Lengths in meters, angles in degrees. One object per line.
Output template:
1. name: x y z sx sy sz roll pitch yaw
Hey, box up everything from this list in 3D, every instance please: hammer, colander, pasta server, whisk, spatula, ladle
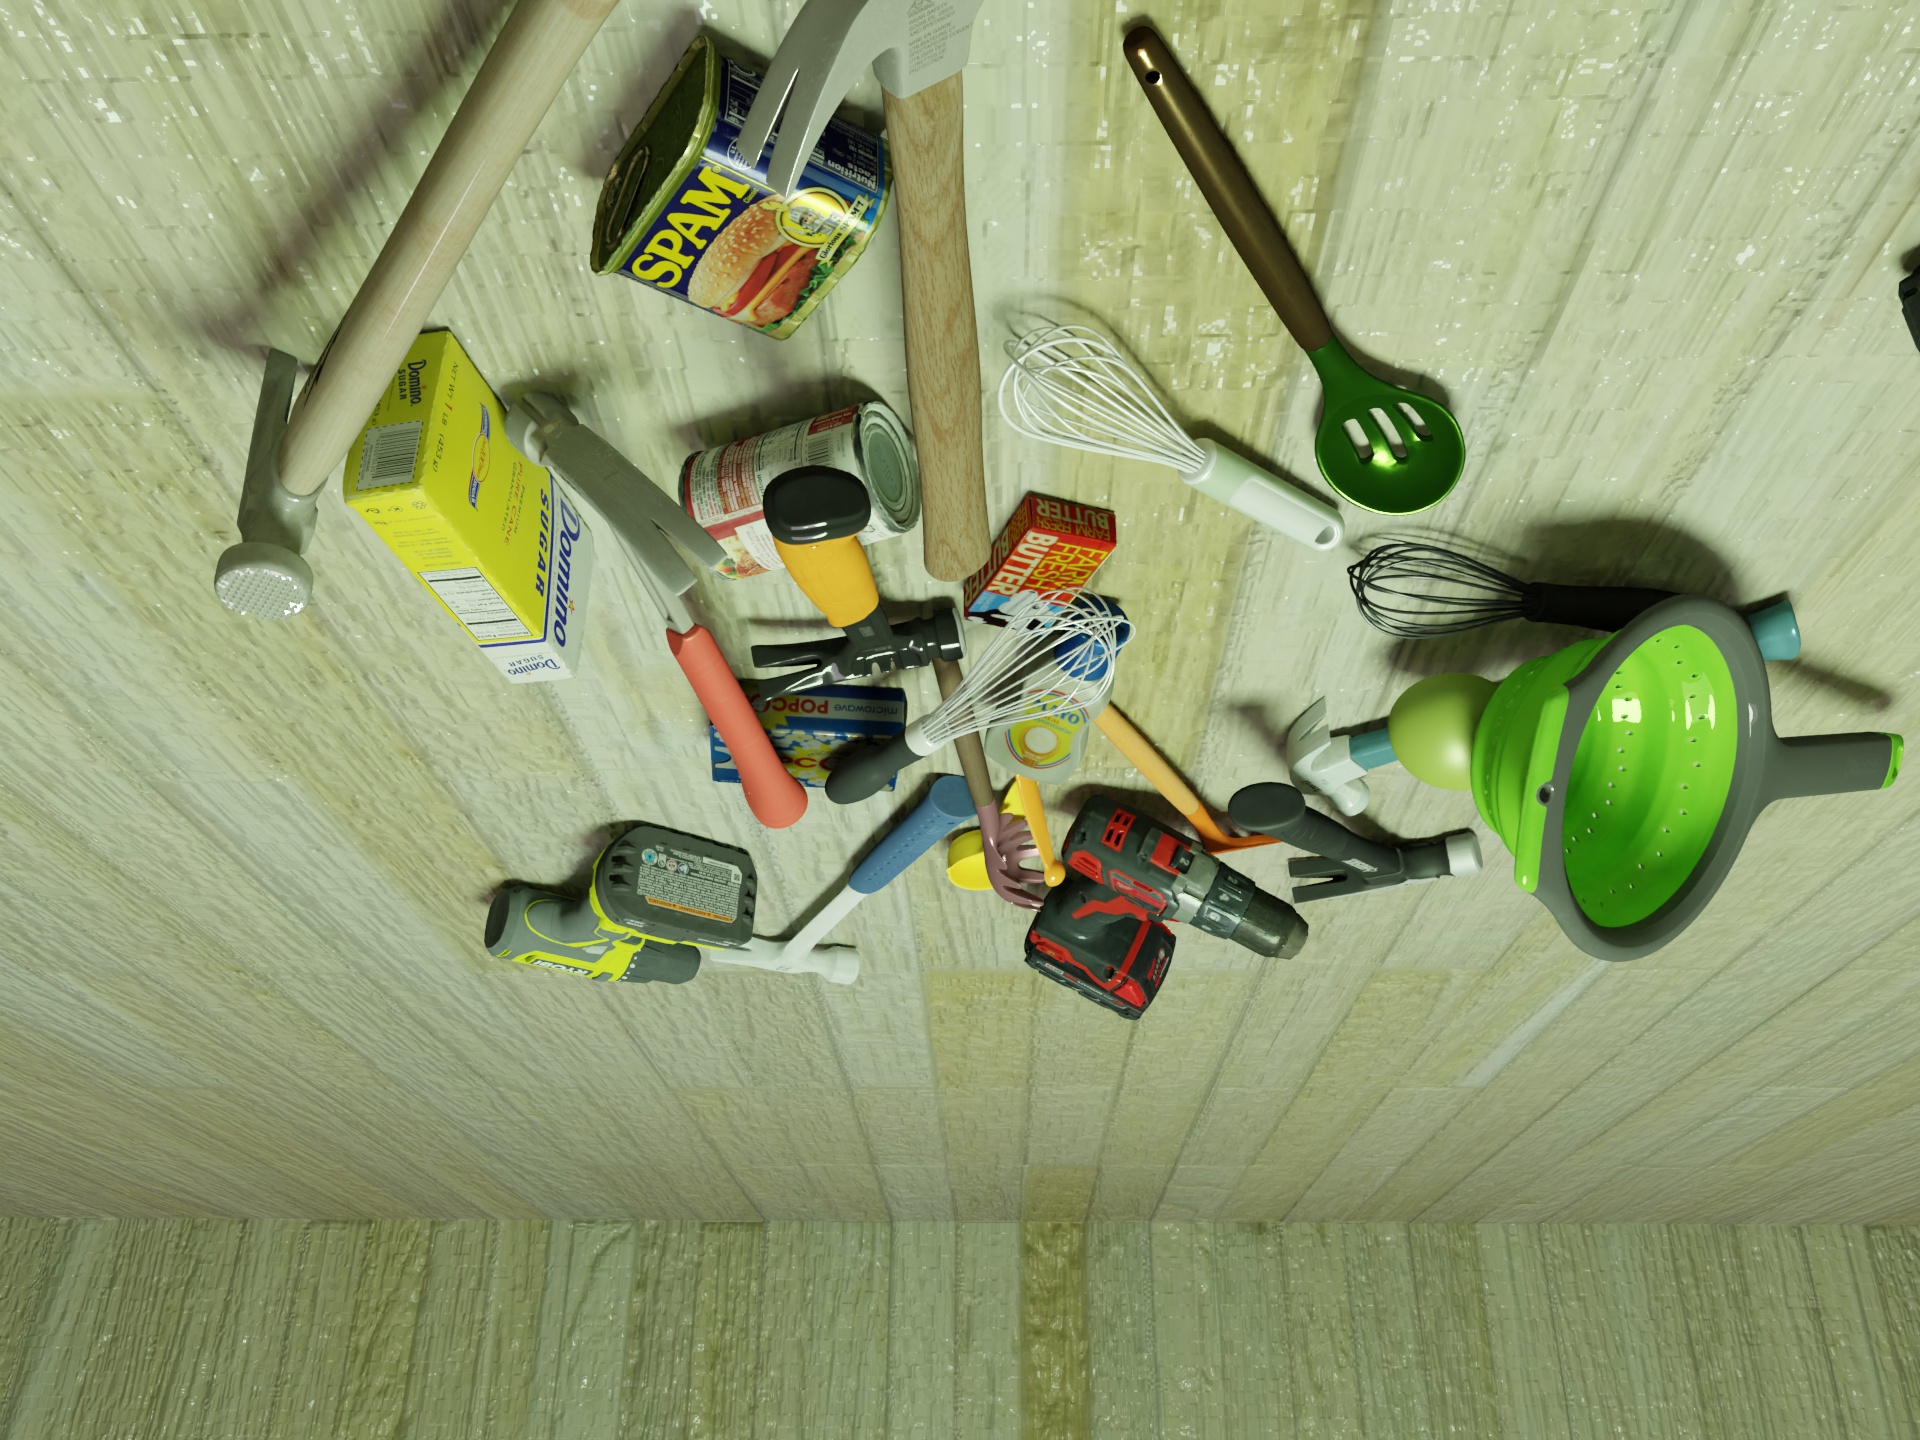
1. hammer: 0.262 0.088 1.135 0.146 0.035 0.334 -15 161 27
2. colander: 0.423 0.022 0.941 0.397 0.204 0.095 -2 -167 -35
3. hammer: -0.010 -0.162 0.640 0.130 0.031 0.331 -32 153 -16
4. pasta server: 0.019 0.038 1.088 0.040 0.060 0.315 0 145 12
5. hammer: 0.362 -0.009 1.020 0.331 0.033 0.128 -20 147 33
6. whisk: -0.002 -0.003 0.949 0.070 0.070 0.284 19 147 -32
7. hammer: -0.190 -0.205 0.599 0.038 0.146 0.410 20 137 -33
8. whisk: 0.112 -0.130 0.781 0.246 0.059 0.057 19 120 -39
9. hammer: -0.090 0.139 1.309 0.144 0.035 0.405 12 151 -21
10. spatula: 0.154 0.043 1.137 0.081 0.041 0.322 -14 145 28
11. hammer: -0.065 -0.062 0.793 0.127 0.034 0.336 -11 172 0
12. whisk: 0.326 -0.067 0.897 0.239 0.055 0.055 4 153 -15
13. ladle: 0.359 0.042 1.053 0.078 0.062 0.319 -17 156 26
14. hammer: -0.136 -0.026 0.879 0.037 0.149 0.358 -41 152 -13

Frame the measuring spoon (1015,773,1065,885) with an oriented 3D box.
1. measuring spoon: 0.058 0.070 1.134 0.011 0.021 0.116 4 124 35

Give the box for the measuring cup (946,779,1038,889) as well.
1. measuring cup: 0.030 0.077 1.211 0.062 0.029 0.156 5 141 -16

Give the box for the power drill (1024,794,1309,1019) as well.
1. power drill: 0.152 0.155 1.230 0.188 0.080 0.226 27 151 4

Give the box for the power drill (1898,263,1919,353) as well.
1. power drill: 0.507 -0.120 0.687 0.219 0.143 0.078 23 143 -32

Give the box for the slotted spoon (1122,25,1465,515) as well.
1. slotted spoon: 0.148 -0.184 0.695 0.070 0.031 0.313 -16 146 28

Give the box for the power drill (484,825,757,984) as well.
1. power drill: -0.266 0.168 1.327 0.190 0.080 0.228 20 150 -32
